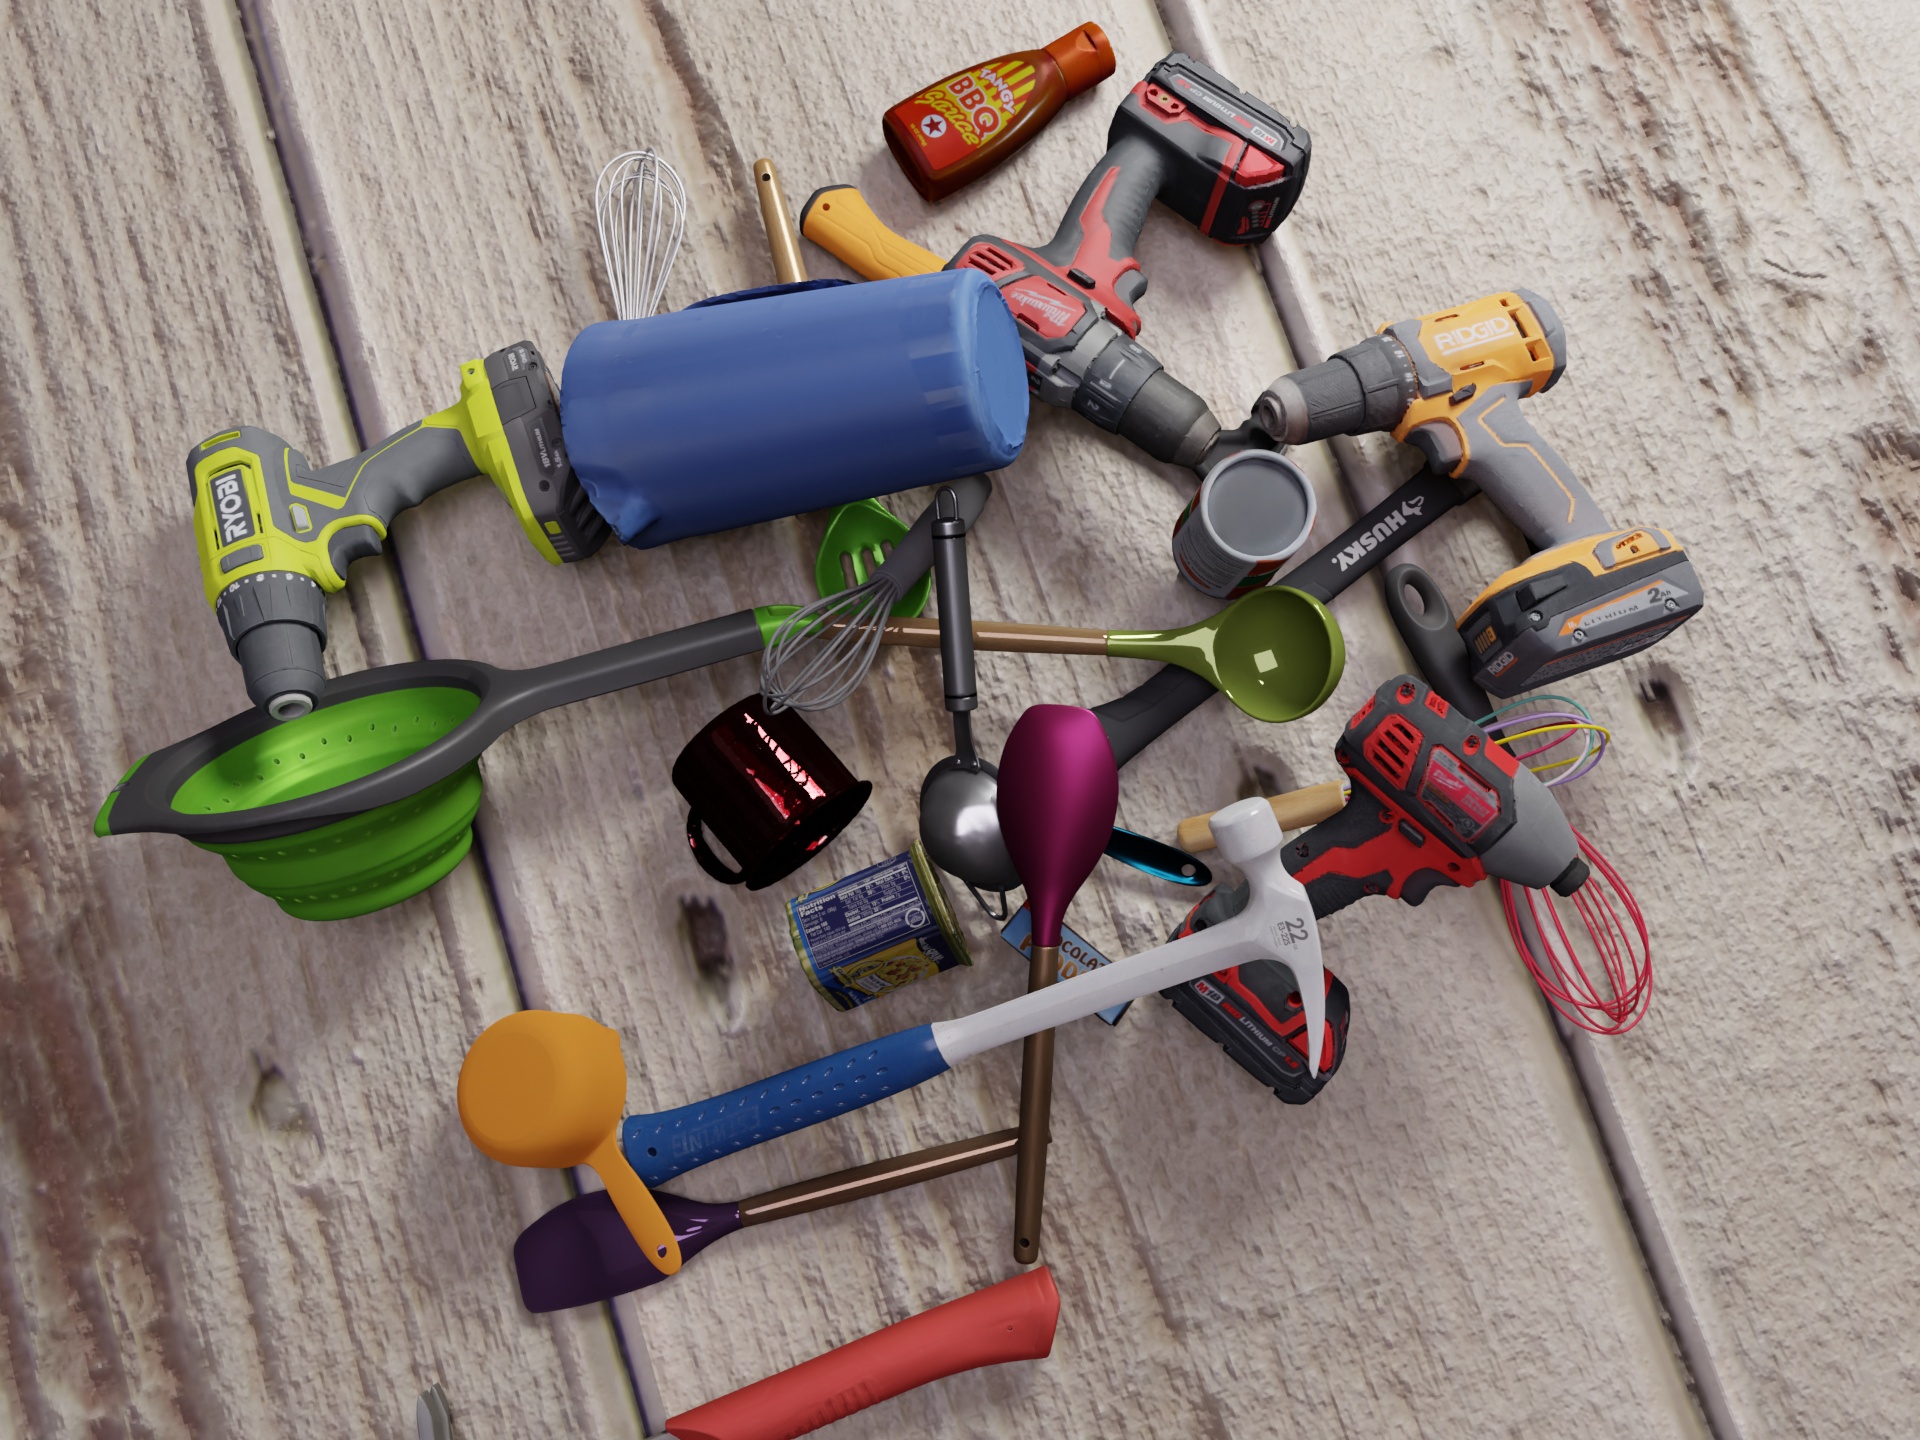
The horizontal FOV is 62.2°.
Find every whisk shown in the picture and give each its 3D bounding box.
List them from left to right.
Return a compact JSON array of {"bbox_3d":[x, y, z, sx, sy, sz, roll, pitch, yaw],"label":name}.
[{"bbox_3d":[-0.202,-0.235,0.985,0.057,0.059,0.246,5,84,-27],"label":"whisk"},{"bbox_3d":[-0.042,-0.080,0.908,0.055,0.055,0.239,34,49,5],"label":"whisk"},{"bbox_3d":[0.237,0.036,0.895,0.245,0.047,0.051,-16,89,23],"label":"whisk"},{"bbox_3d":[0.317,0.043,0.915,0.073,0.073,0.296,-25,85,-4],"label":"whisk"}]

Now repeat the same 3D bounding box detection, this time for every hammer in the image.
[{"bbox_3d":[-0.115,0.379,0.886,0.359,0.036,0.149,-22,81,-3],"label":"hammer"},{"bbox_3d":[0.002,0.179,0.864,0.405,0.035,0.144,-22,94,13],"label":"hammer"},{"bbox_3d":[0.040,-0.226,0.987,0.337,0.034,0.127,33,81,6],"label":"hammer"},{"bbox_3d":[0.206,-0.070,0.960,0.335,0.035,0.146,-38,82,-5],"label":"hammer"}]

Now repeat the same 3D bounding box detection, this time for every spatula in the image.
[{"bbox_3d":[-0.101,0.274,0.912,0.316,0.018,0.060,-14,78,-1],"label":"spatula"}]

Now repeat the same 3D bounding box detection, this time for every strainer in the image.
[{"bbox_3d":[-0.001,-0.003,0.901,0.087,0.050,0.258,5,105,39],"label":"strainer"}]

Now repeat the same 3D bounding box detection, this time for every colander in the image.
[{"bbox_3d":[-0.263,0.025,0.901,0.397,0.205,0.094,-16,113,-7],"label":"colander"}]

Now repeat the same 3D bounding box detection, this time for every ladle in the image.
[{"bbox_3d":[0.058,-0.046,0.914,0.320,0.062,0.078,4,96,4],"label":"ladle"}]

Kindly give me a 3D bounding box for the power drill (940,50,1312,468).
[{"bbox_3d":[0.117,-0.268,0.947,0.188,0.080,0.227,37,72,9],"label":"power drill"}]

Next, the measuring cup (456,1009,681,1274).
[{"bbox_3d":[-0.213,0.234,0.875,0.095,0.052,0.174,-45,63,4],"label":"measuring cup"}]

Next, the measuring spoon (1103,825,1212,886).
[{"bbox_3d":[0.090,0.068,0.946,0.128,0.021,0.042,22,108,-1],"label":"measuring spoon"}]

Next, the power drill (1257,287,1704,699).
[{"bbox_3d":[0.288,-0.130,0.899,0.185,0.084,0.226,-17,72,-14],"label":"power drill"}]

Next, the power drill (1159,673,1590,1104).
[{"bbox_3d":[0.221,0.096,0.859,0.143,0.078,0.219,40,114,6],"label":"power drill"}]

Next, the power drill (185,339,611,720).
[{"bbox_3d":[-0.330,-0.113,0.930,0.228,0.080,0.191,-22,63,-3],"label":"power drill"}]

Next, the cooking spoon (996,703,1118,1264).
[{"bbox_3d":[0.046,0.149,0.884,0.069,0.017,0.319,5,98,14],"label":"cooking spoon"}]

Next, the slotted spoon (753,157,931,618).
[{"bbox_3d":[-0.083,-0.200,0.979,0.070,0.031,0.314,-15,83,-2],"label":"slotted spoon"}]
